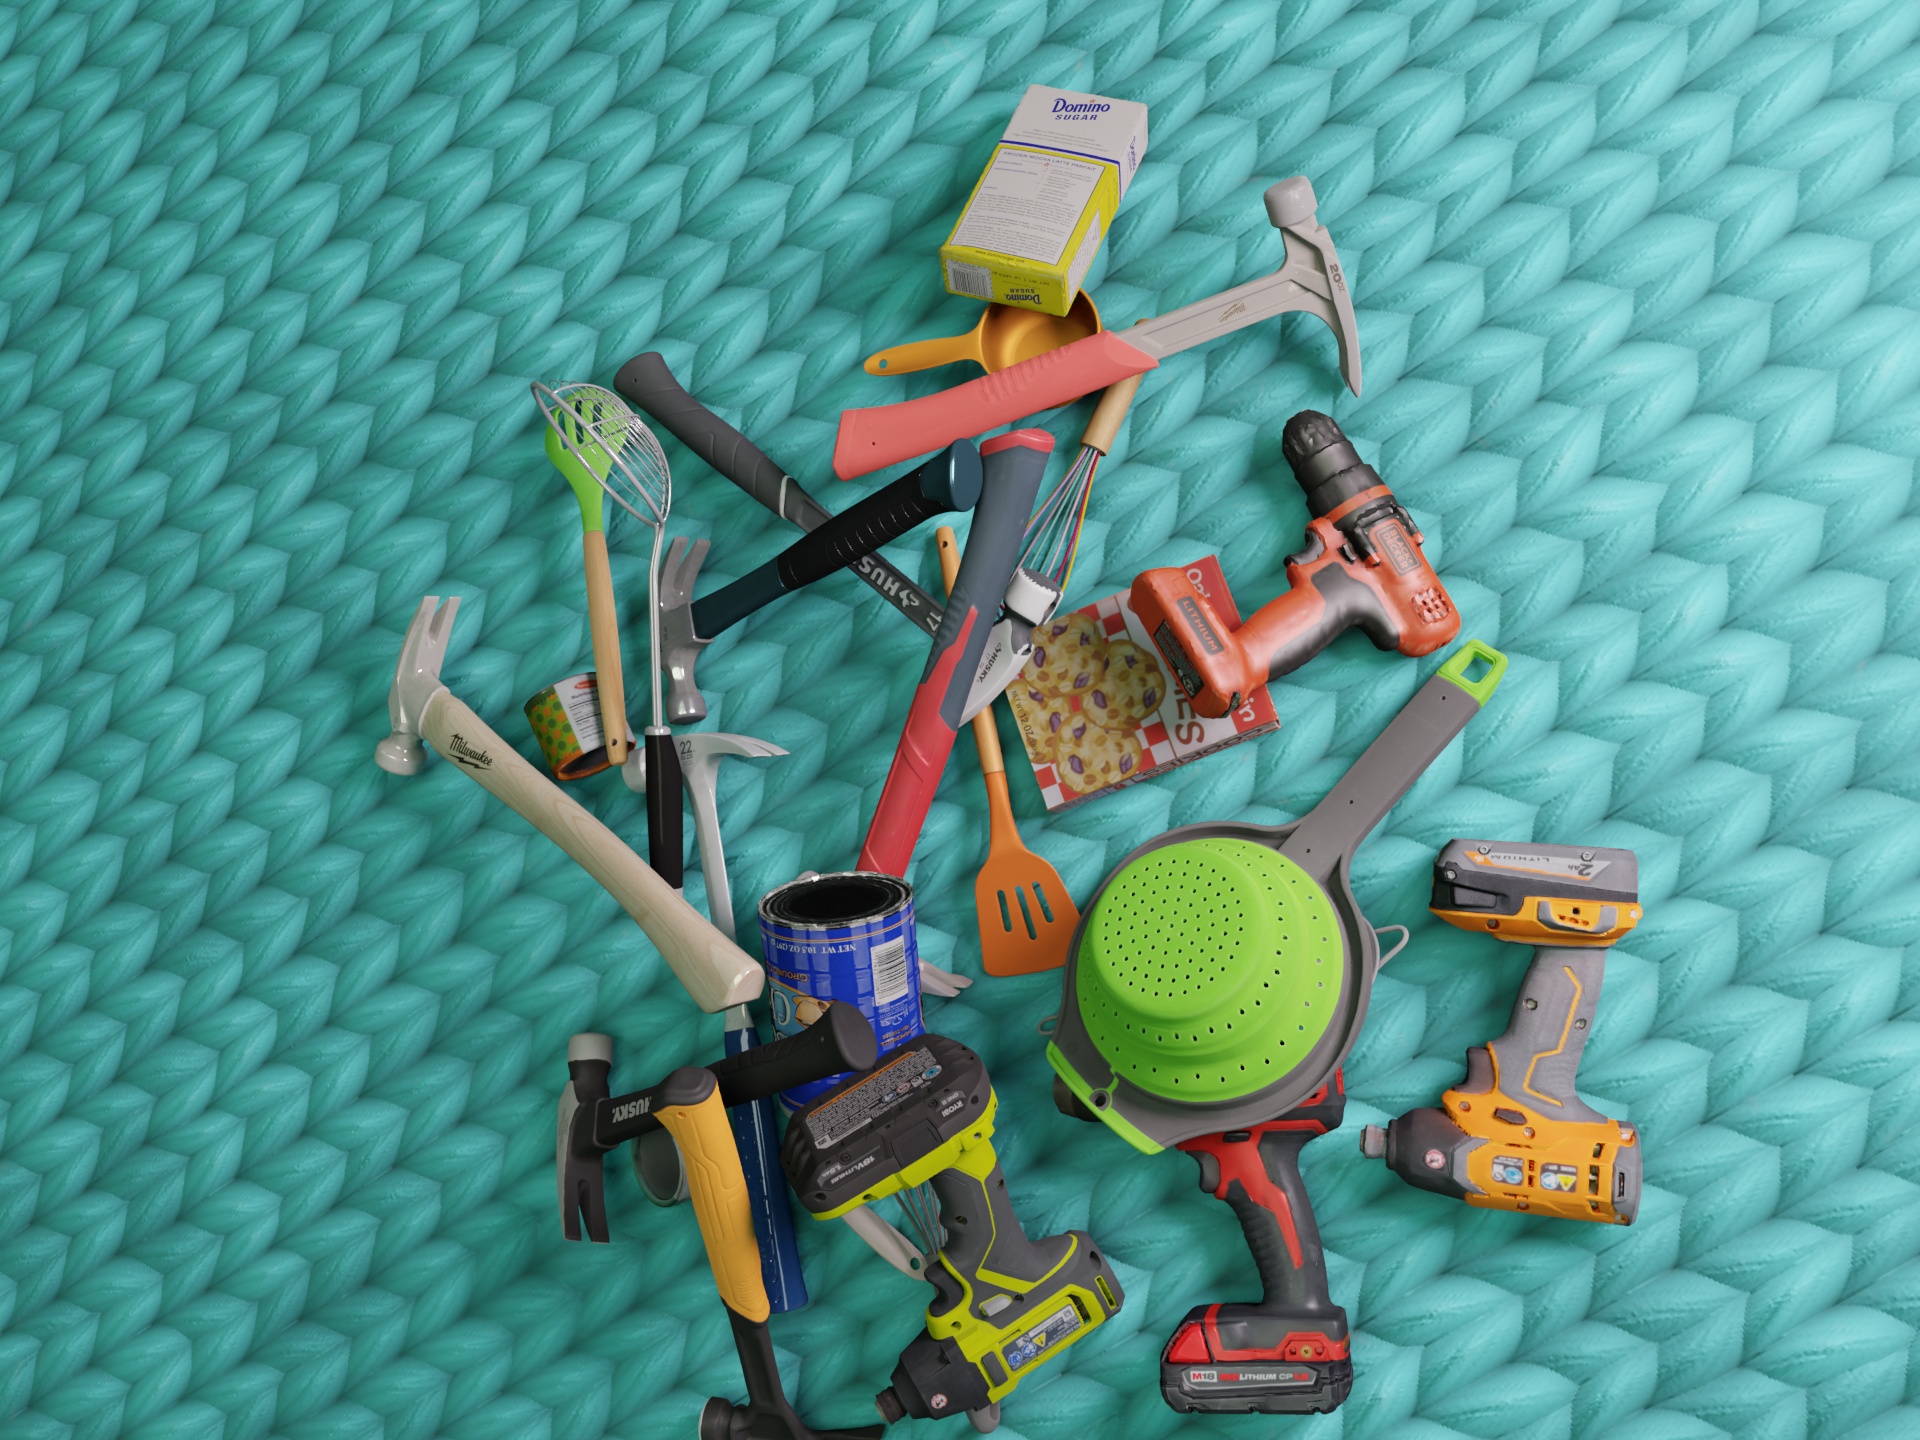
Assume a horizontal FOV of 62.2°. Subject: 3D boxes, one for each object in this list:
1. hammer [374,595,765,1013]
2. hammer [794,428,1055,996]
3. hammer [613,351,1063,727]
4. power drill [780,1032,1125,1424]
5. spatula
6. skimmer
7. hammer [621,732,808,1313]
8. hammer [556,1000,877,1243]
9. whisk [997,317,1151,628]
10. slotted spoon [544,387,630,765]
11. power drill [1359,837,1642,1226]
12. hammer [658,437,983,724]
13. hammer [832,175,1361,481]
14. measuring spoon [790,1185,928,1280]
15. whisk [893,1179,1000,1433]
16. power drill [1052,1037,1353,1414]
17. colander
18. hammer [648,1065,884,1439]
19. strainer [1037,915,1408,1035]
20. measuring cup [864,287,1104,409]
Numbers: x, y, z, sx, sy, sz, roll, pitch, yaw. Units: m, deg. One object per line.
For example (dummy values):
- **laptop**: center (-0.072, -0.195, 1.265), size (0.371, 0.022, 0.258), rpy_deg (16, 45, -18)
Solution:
- **hammer**: center (-0.277, 0.062, 1.113), size (0.411, 0.038, 0.146), rpy_deg (34, 113, 31)
- **hammer**: center (-0.002, -0.003, 1.054), size (0.143, 0.038, 0.386), rpy_deg (26, 110, 19)
- **hammer**: center (-0.113, -0.145, 1.150), size (0.409, 0.036, 0.149), rpy_deg (40, 112, 22)
- **power drill**: center (-0.013, 0.326, 0.997), size (0.171, 0.080, 0.223), rpy_deg (-30, 108, -11)
- **spatula**: center (0.021, 0.016, 1.120), size (0.081, 0.041, 0.323), rpy_deg (-15, 75, 15)
- **skimmer**: center (-0.242, -0.052, 1.101), size (0.090, 0.127, 0.363), rpy_deg (-3, 93, -18)
- **hammer**: center (-0.154, 0.206, 1.118), size (0.144, 0.035, 0.405), rpy_deg (-15, 82, 38)
- **hammer**: center (-0.168, 0.247, 1.034), size (0.335, 0.035, 0.146), rpy_deg (-27, 54, 41)
- **whisk**: center (0.080, -0.173, 1.117), size (0.047, 0.051, 0.245), rpy_deg (24, 87, 22)
- **slotted spoon**: center (-0.269, -0.116, 1.183), size (0.070, 0.031, 0.314), rpy_deg (-13, 71, 7)
- **power drill**: center (0.335, 0.188, 0.984), size (0.164, 0.084, 0.226), rpy_deg (2, 88, 16)
- **hammer**: center (-0.108, -0.106, 1.088), size (0.331, 0.033, 0.128), rpy_deg (-23, 74, 40)
- **hammer**: center (0.084, -0.229, 1.073), size (0.359, 0.037, 0.149), rpy_deg (-19, 117, 9)
- **measuring spoon**: center (-0.064, 0.339, 1.083), size (0.124, 0.018, 0.034), rpy_deg (42, 53, -4)
- **whisk**: center (-0.013, 0.360, 1.073), size (0.055, 0.055, 0.239), rpy_deg (-18, 82, 12)
- **power drill**: center (0.158, 0.315, 1.018), size (0.188, 0.080, 0.227), rpy_deg (-6, 79, 14)
- **colander**: center (0.200, 0.084, 0.997), size (0.397, 0.094, 0.205), rpy_deg (-48, 53, -4)
- **hammer**: center (-0.134, 0.356, 1.013), size (0.127, 0.034, 0.336), rpy_deg (0, 120, 15)
- **strainer**: center (0.171, 0.178, 1.049), size (0.258, 0.050, 0.087), rpy_deg (-15, 47, 19)
- **measuring cup**: center (0.020, -0.261, 1.140), size (0.173, 0.052, 0.095), rpy_deg (-6, 81, 16)
